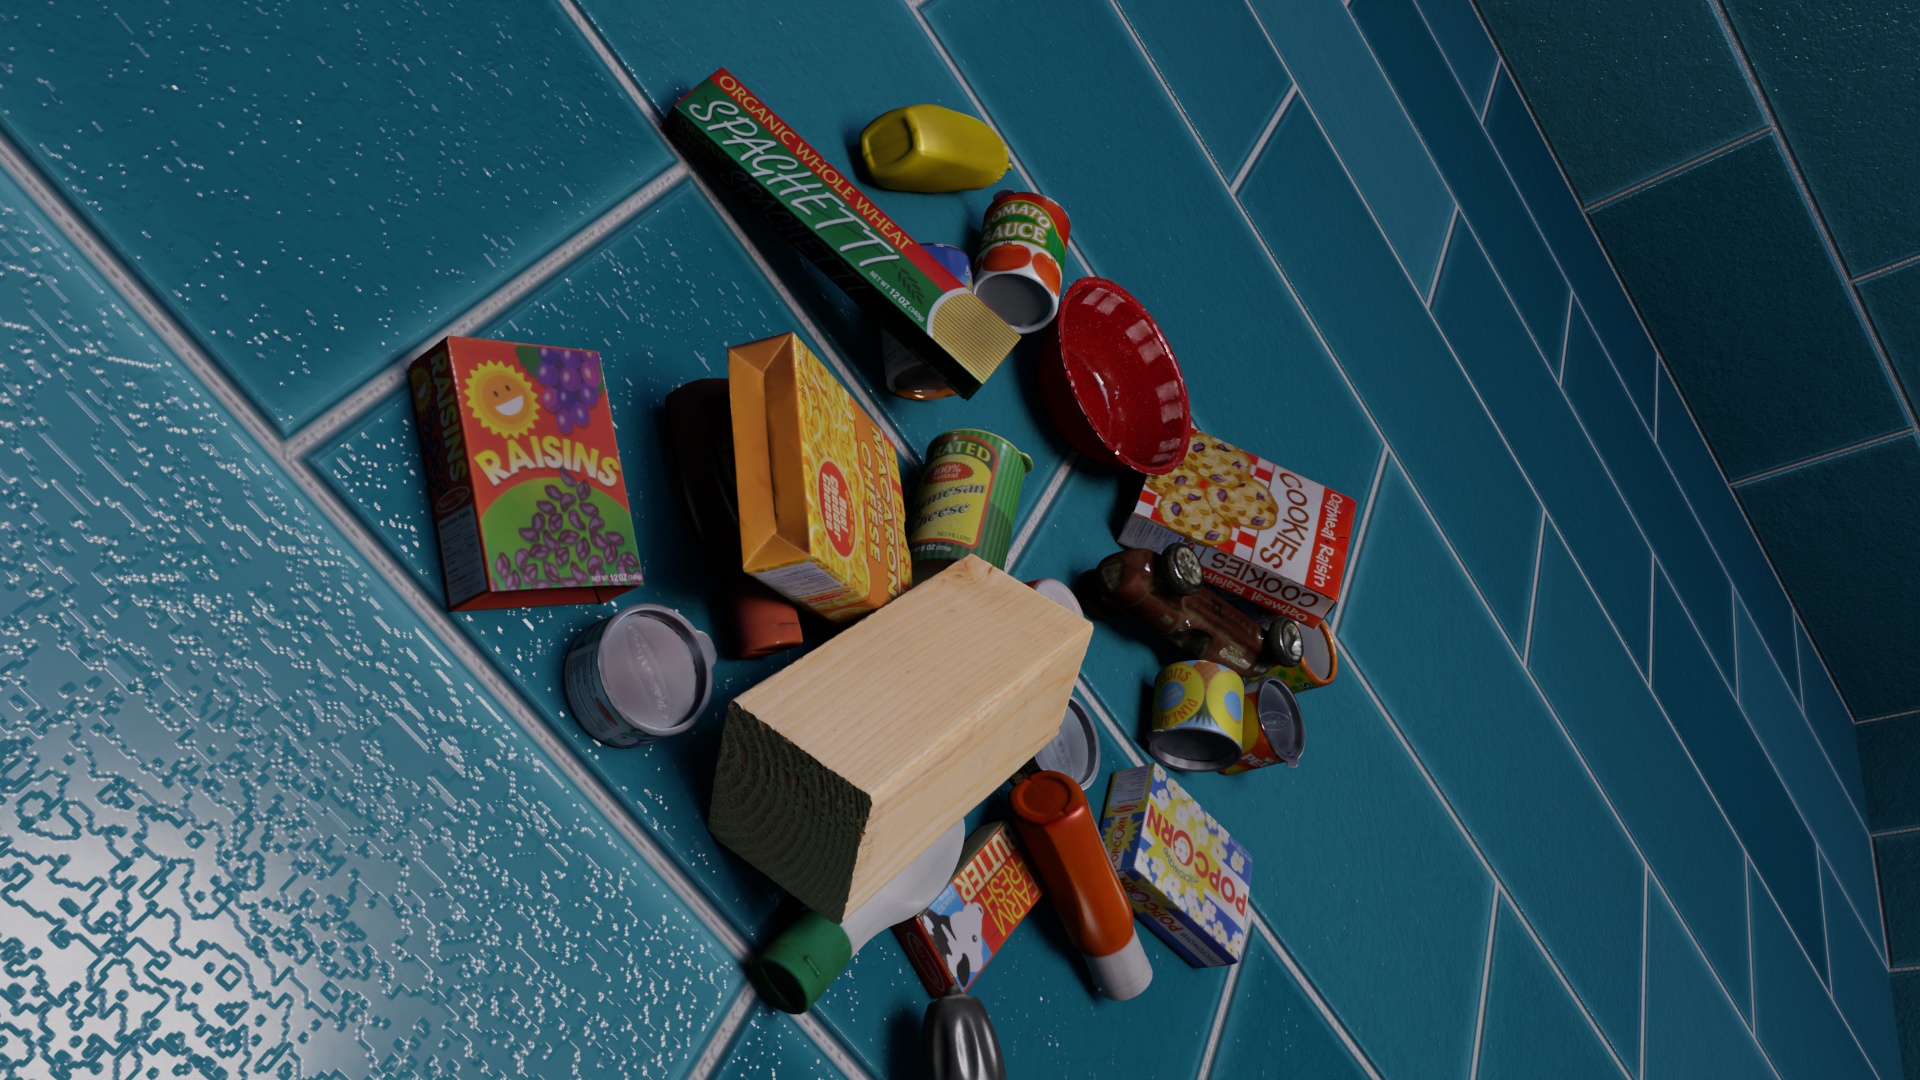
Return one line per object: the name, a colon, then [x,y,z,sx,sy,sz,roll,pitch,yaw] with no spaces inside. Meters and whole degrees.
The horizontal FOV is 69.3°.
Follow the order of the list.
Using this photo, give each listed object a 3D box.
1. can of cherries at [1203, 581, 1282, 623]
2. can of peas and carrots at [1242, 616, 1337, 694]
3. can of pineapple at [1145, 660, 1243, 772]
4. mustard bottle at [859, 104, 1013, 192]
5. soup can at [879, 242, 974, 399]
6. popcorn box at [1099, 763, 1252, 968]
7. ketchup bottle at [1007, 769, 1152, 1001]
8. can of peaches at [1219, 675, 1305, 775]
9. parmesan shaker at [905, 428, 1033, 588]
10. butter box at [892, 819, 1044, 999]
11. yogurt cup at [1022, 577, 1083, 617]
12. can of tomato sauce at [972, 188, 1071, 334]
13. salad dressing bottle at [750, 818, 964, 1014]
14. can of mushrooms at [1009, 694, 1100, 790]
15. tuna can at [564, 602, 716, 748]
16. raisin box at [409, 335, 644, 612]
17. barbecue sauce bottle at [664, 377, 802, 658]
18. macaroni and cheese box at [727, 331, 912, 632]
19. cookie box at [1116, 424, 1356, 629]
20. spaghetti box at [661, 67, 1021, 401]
can of cherries: [0.234,0.035,1.133,0.071,0.058,0.072,26,54,-41]
can of peas and carrots: [0.270,0.096,1.144,0.071,0.058,0.071,25,55,-40]
can of pineapple: [0.170,0.127,1.006,0.071,0.071,0.058,38,46,-32]
mustard bottle: [-0.007,-0.280,1.007,0.161,0.065,0.049,-15,89,-58]
soup can: [-0.019,-0.143,0.917,0.071,0.071,0.084,12,64,-47]
popcorn box: [0.148,0.224,0.953,0.126,0.038,0.085,45,44,-26]
ketchup bottle: [0.077,0.215,0.853,0.043,0.065,0.148,-28,111,-13]
can of peaches: [0.223,0.145,1.065,0.071,0.058,0.071,26,54,-41]
parmesan shaker: [0.003,-0.011,0.873,0.071,0.071,0.103,40,46,-31]
butter box: [0.007,0.211,0.804,0.104,0.024,0.053,-37,101,-51]
yogurt cup: [0.044,0.058,0.902,0.072,0.053,0.073,26,53,-40]
can of tomato sauce: [0.043,-0.205,1.021,0.071,0.071,0.083,37,48,-33]
salad dressing bottle: [-0.052,0.186,0.733,0.064,0.044,0.148,55,40,-5]
can of mushrooms: [0.056,0.132,0.895,0.071,0.033,0.071,25,55,-41]
tuna can: [-0.155,0.066,0.679,0.071,0.032,0.071,25,54,-41]
raisin box: [-0.206,-0.031,0.664,0.086,0.040,0.123,-2,75,-49]
barbecue sauce bottle: [-0.118,-0.012,0.753,0.065,0.043,0.149,4,69,-55]
macaroni and cheese box: [-0.072,-0.022,0.760,0.166,0.040,0.124,46,35,-67]
cookie box: [0.219,-0.016,1.088,0.167,0.040,0.123,24,46,2]
spaghetti box: [-0.071,-0.187,0.851,0.250,0.028,0.050,41,58,-7]
